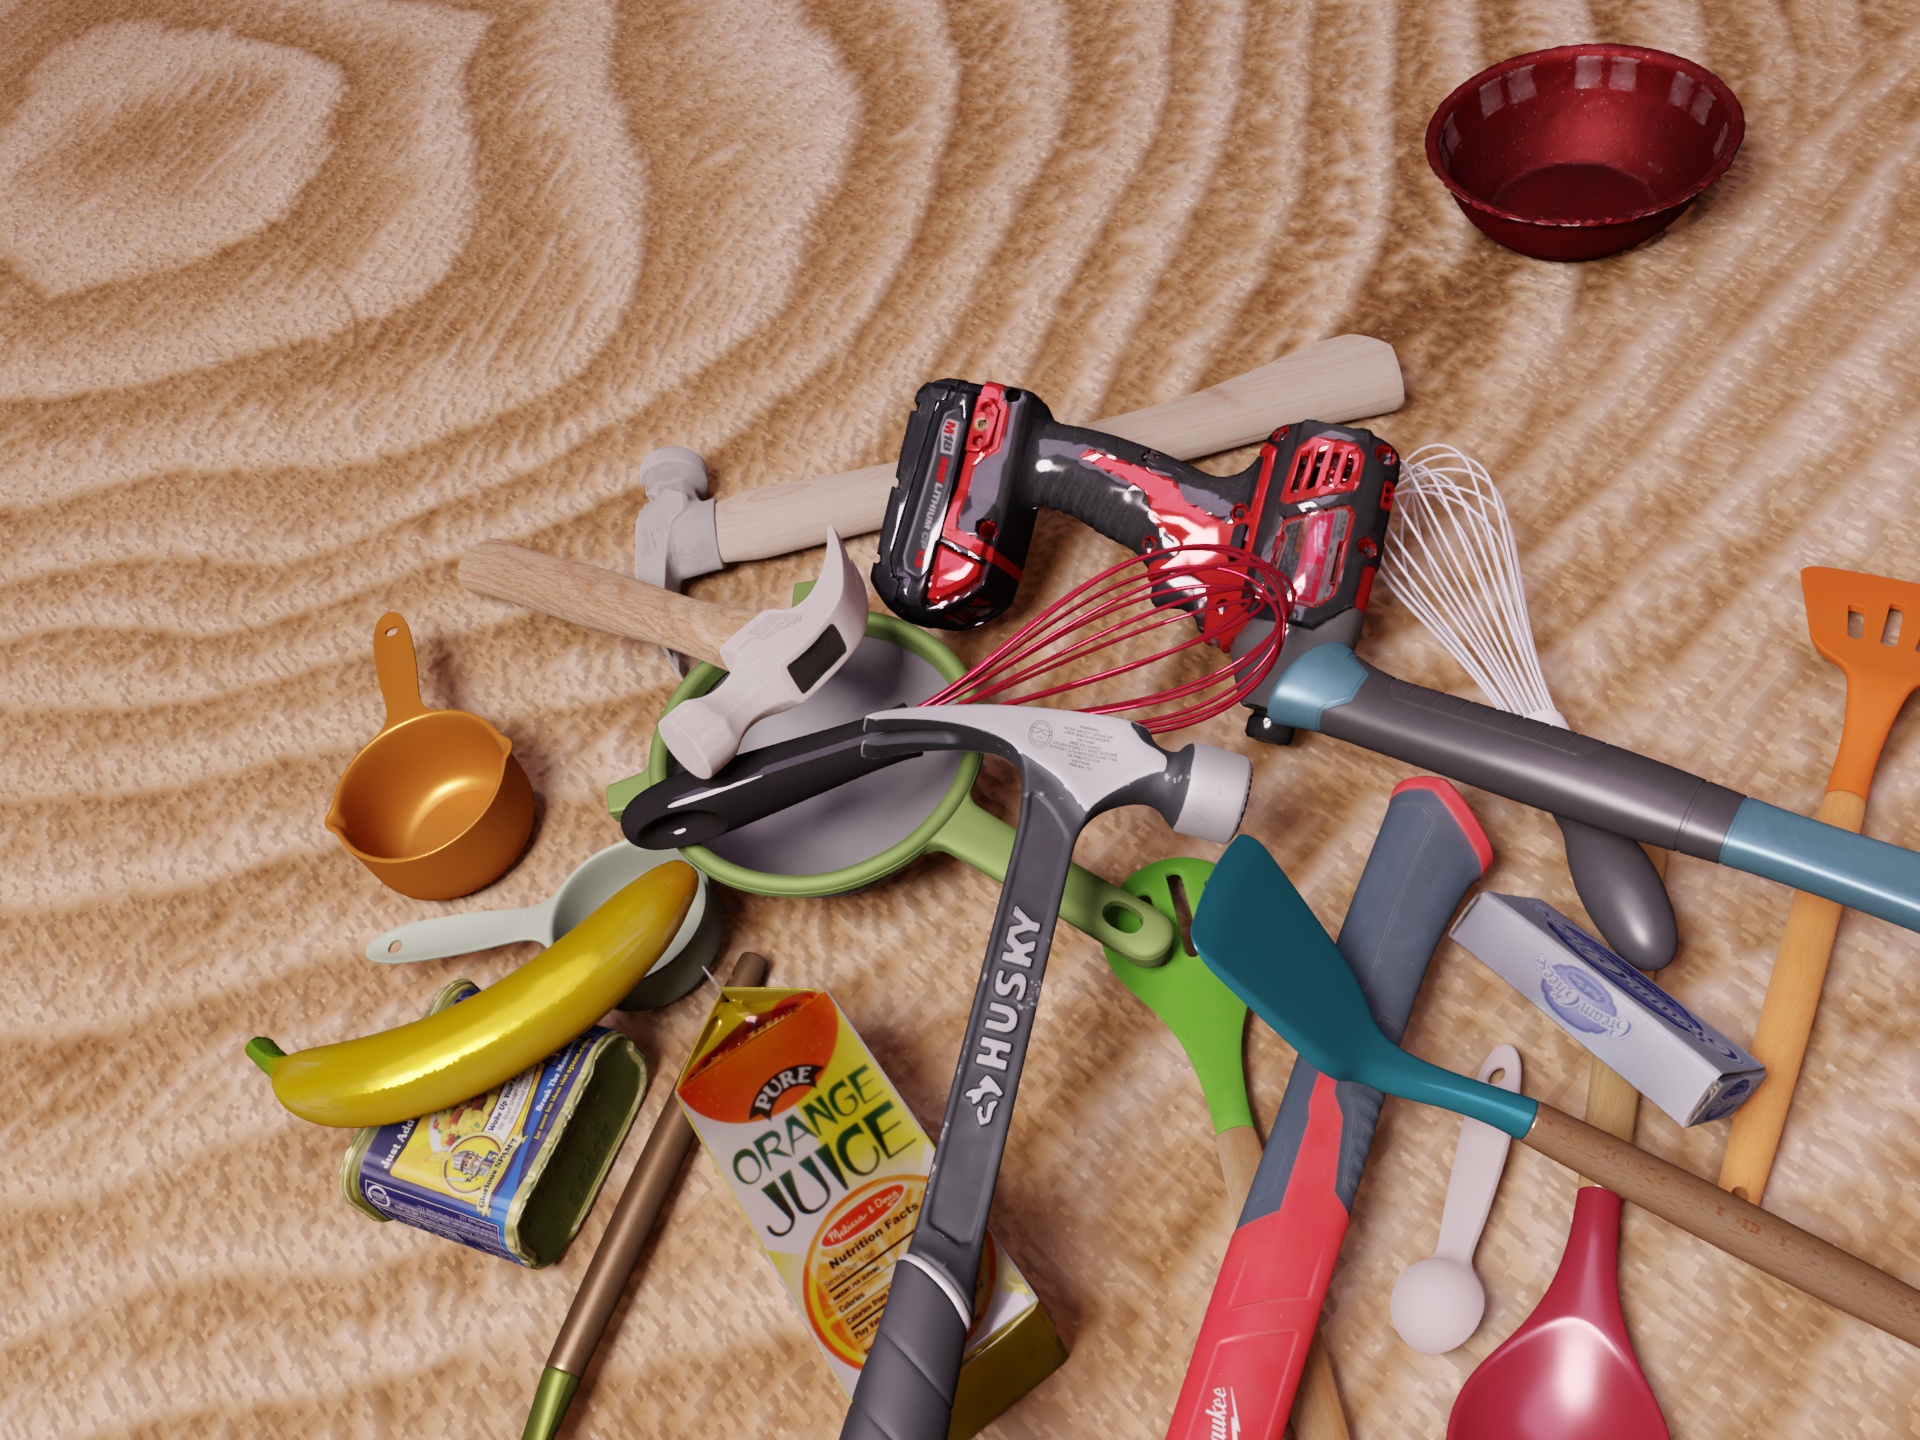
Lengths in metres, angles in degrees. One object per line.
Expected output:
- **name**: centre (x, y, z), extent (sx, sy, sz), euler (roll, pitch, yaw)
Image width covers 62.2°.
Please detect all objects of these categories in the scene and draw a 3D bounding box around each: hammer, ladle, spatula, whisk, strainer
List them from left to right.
- **ladle**: centre (-0.152, 0.220, 0.613), extent (0.078, 0.062, 0.320), euler (-32, 28, 50)
- **hammer**: centre (-0.161, -0.057, 0.770), extent (0.130, 0.031, 0.331), euler (-42, 35, -24)
- **strainer**: centre (-0.018, 0.049, 0.702), extent (0.256, 0.069, 0.151), euler (28, 64, 24)
- **hammer**: centre (-0.008, 0.164, 0.518), extent (0.149, 0.036, 0.409), euler (15, 58, 3)
- **whisk**: centre (-0.001, -0.002, 0.658), extent (0.296, 0.073, 0.073), euler (-19, 51, 2)
- **hammer**: centre (0.028, -0.126, 0.838), extent (0.410, 0.038, 0.146), euler (-13, 53, 5)
- **hammer**: centre (0.102, 0.172, 0.559), extent (0.143, 0.038, 0.386), euler (18, 57, 15)
- **whisk**: centre (0.238, -0.017, 0.680), extent (0.070, 0.070, 0.285), euler (-15, 51, 3)
- **ladle**: centre (0.236, 0.149, 0.582), extent (0.069, 0.031, 0.316), euler (6, 53, 27)
- **spatula**: centre (0.220, 0.140, 0.533), extent (0.317, 0.044, 0.082), euler (26, 31, 11)
- **hammer**: centre (0.268, 0.034, 0.580), extent (0.331, 0.033, 0.128), euler (22, 63, 33)
- **spatula**: centre (0.343, 0.056, 0.628), extent (0.081, 0.041, 0.323), euler (17, 64, 26)

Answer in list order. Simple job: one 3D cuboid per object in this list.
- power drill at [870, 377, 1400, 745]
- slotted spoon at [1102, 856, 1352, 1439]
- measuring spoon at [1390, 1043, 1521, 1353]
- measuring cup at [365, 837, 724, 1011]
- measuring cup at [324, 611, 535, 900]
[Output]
- **power drill**: centre (0.079, -0.076, 0.732), extent (0.220, 0.078, 0.143), euler (13, 88, 18)
- **slotted spoon**: centre (0.112, 0.178, 0.593), extent (0.070, 0.031, 0.314), euler (-12, 53, 1)
- **measuring spoon**: centre (0.182, 0.168, 0.580), extent (0.034, 0.018, 0.124), euler (-17, 37, 49)
- **measuring cup**: centre (-0.187, 0.101, 0.724), extent (0.167, 0.038, 0.083), euler (-9, 52, 11)
- **measuring cup**: centre (-0.267, 0.016, 0.800), extent (0.095, 0.052, 0.174), euler (-24, 50, -4)
